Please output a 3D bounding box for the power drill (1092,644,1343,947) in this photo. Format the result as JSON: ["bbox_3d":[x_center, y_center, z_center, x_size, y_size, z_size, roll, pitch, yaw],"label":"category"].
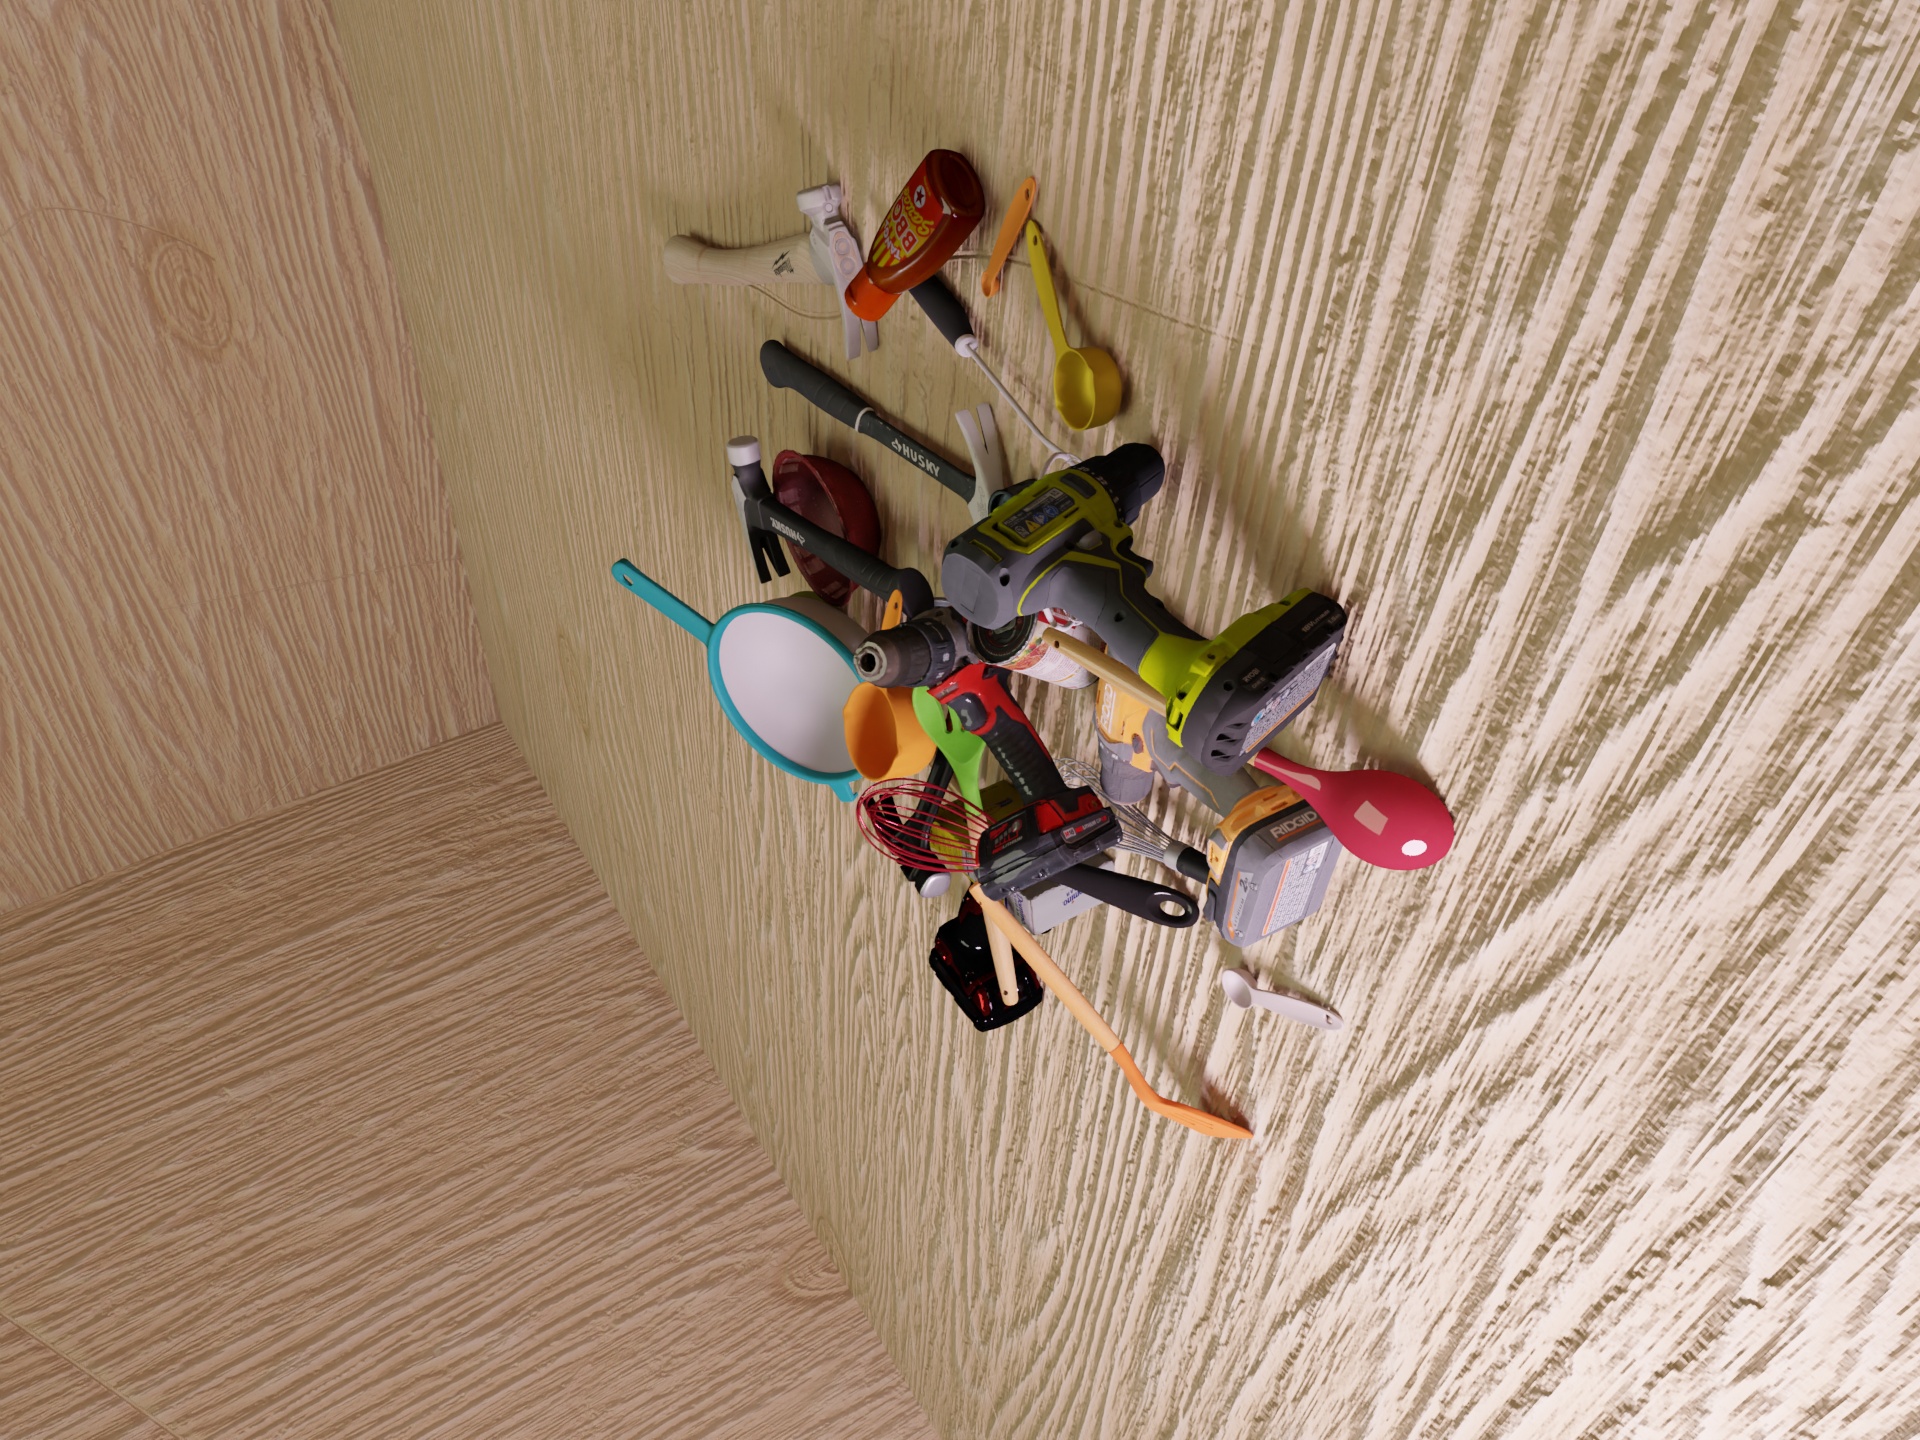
[{"bbox_3d":[0.170,0.054,1.158,0.226,0.084,0.185,55,157,33],"label":"power drill"}]

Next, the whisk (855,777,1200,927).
[{"bbox_3d":[0.054,0.114,1.307,0.296,0.073,0.073,18,142,7],"label":"whisk"}]

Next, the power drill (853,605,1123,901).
[{"bbox_3d":[0.016,0.017,1.211,0.080,0.188,0.227,-30,82,31],"label":"power drill"}]

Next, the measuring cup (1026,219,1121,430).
[{"bbox_3d":[0.078,-0.279,1.115,0.062,0.029,0.156,148,109,-66],"label":"measuring cup"}]

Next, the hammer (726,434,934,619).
[{"bbox_3d":[-0.124,-0.157,1.483,0.335,0.035,0.146,34,140,49],"label":"hammer"}]

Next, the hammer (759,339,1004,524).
[{"bbox_3d":[-0.078,-0.268,1.427,0.409,0.036,0.149,41,145,45],"label":"hammer"}]

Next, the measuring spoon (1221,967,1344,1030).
[{"bbox_3d":[0.250,0.214,1.222,0.124,0.018,0.034,11,122,54],"label":"measuring spoon"}]

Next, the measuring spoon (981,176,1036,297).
[{"bbox_3d":[0.037,-0.348,1.147,0.117,0.011,0.021,122,133,-58],"label":"measuring spoon"}]

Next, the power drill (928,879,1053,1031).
[{"bbox_3d":[0.037,0.203,1.579,0.143,0.078,0.219,49,148,33],"label":"power drill"}]

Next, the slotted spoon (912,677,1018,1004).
[{"bbox_3d":[0.015,0.103,1.363,0.070,0.031,0.313,0,110,32],"label":"slotted spoon"}]

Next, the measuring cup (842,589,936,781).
[{"bbox_3d":[-0.051,-0.031,1.380,0.095,0.052,0.173,35,121,47],"label":"measuring cup"}]

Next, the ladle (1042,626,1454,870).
[{"bbox_3d":[0.178,0.010,1.052,0.316,0.031,0.069,32,127,29],"label":"ladle"}]

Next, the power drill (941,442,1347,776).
[{"bbox_3d":[0.127,-0.085,1.022,0.229,0.190,0.080,38,145,22],"label":"power drill"}]

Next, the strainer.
[{"bbox_3d":[-0.196,-0.081,1.610,0.340,0.095,0.210,35,137,11],"label":"strainer"}]

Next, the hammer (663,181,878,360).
[{"bbox_3d":[-0.196,-0.427,1.524,0.411,0.038,0.146,24,134,57],"label":"hammer"}]

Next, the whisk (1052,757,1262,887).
[{"bbox_3d":[0.152,0.098,1.266,0.285,0.070,0.070,27,136,48],"label":"whisk"}]

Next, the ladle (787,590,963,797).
[{"bbox_3d":[-0.088,-0.019,1.653,0.320,0.062,0.078,50,145,26],"label":"ladle"}]

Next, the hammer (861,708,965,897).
[{"bbox_3d":[-0.002,-0.004,1.389,0.127,0.034,0.336,54,135,37],"label":"hammer"}]

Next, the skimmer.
[{"bbox_3d":[0.012,-0.228,1.207,0.364,0.090,0.127,56,-172,26],"label":"skimmer"}]

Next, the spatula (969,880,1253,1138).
[{"bbox_3d":[0.122,0.256,1.368,0.322,0.041,0.081,49,155,-5],"label":"spatula"}]
